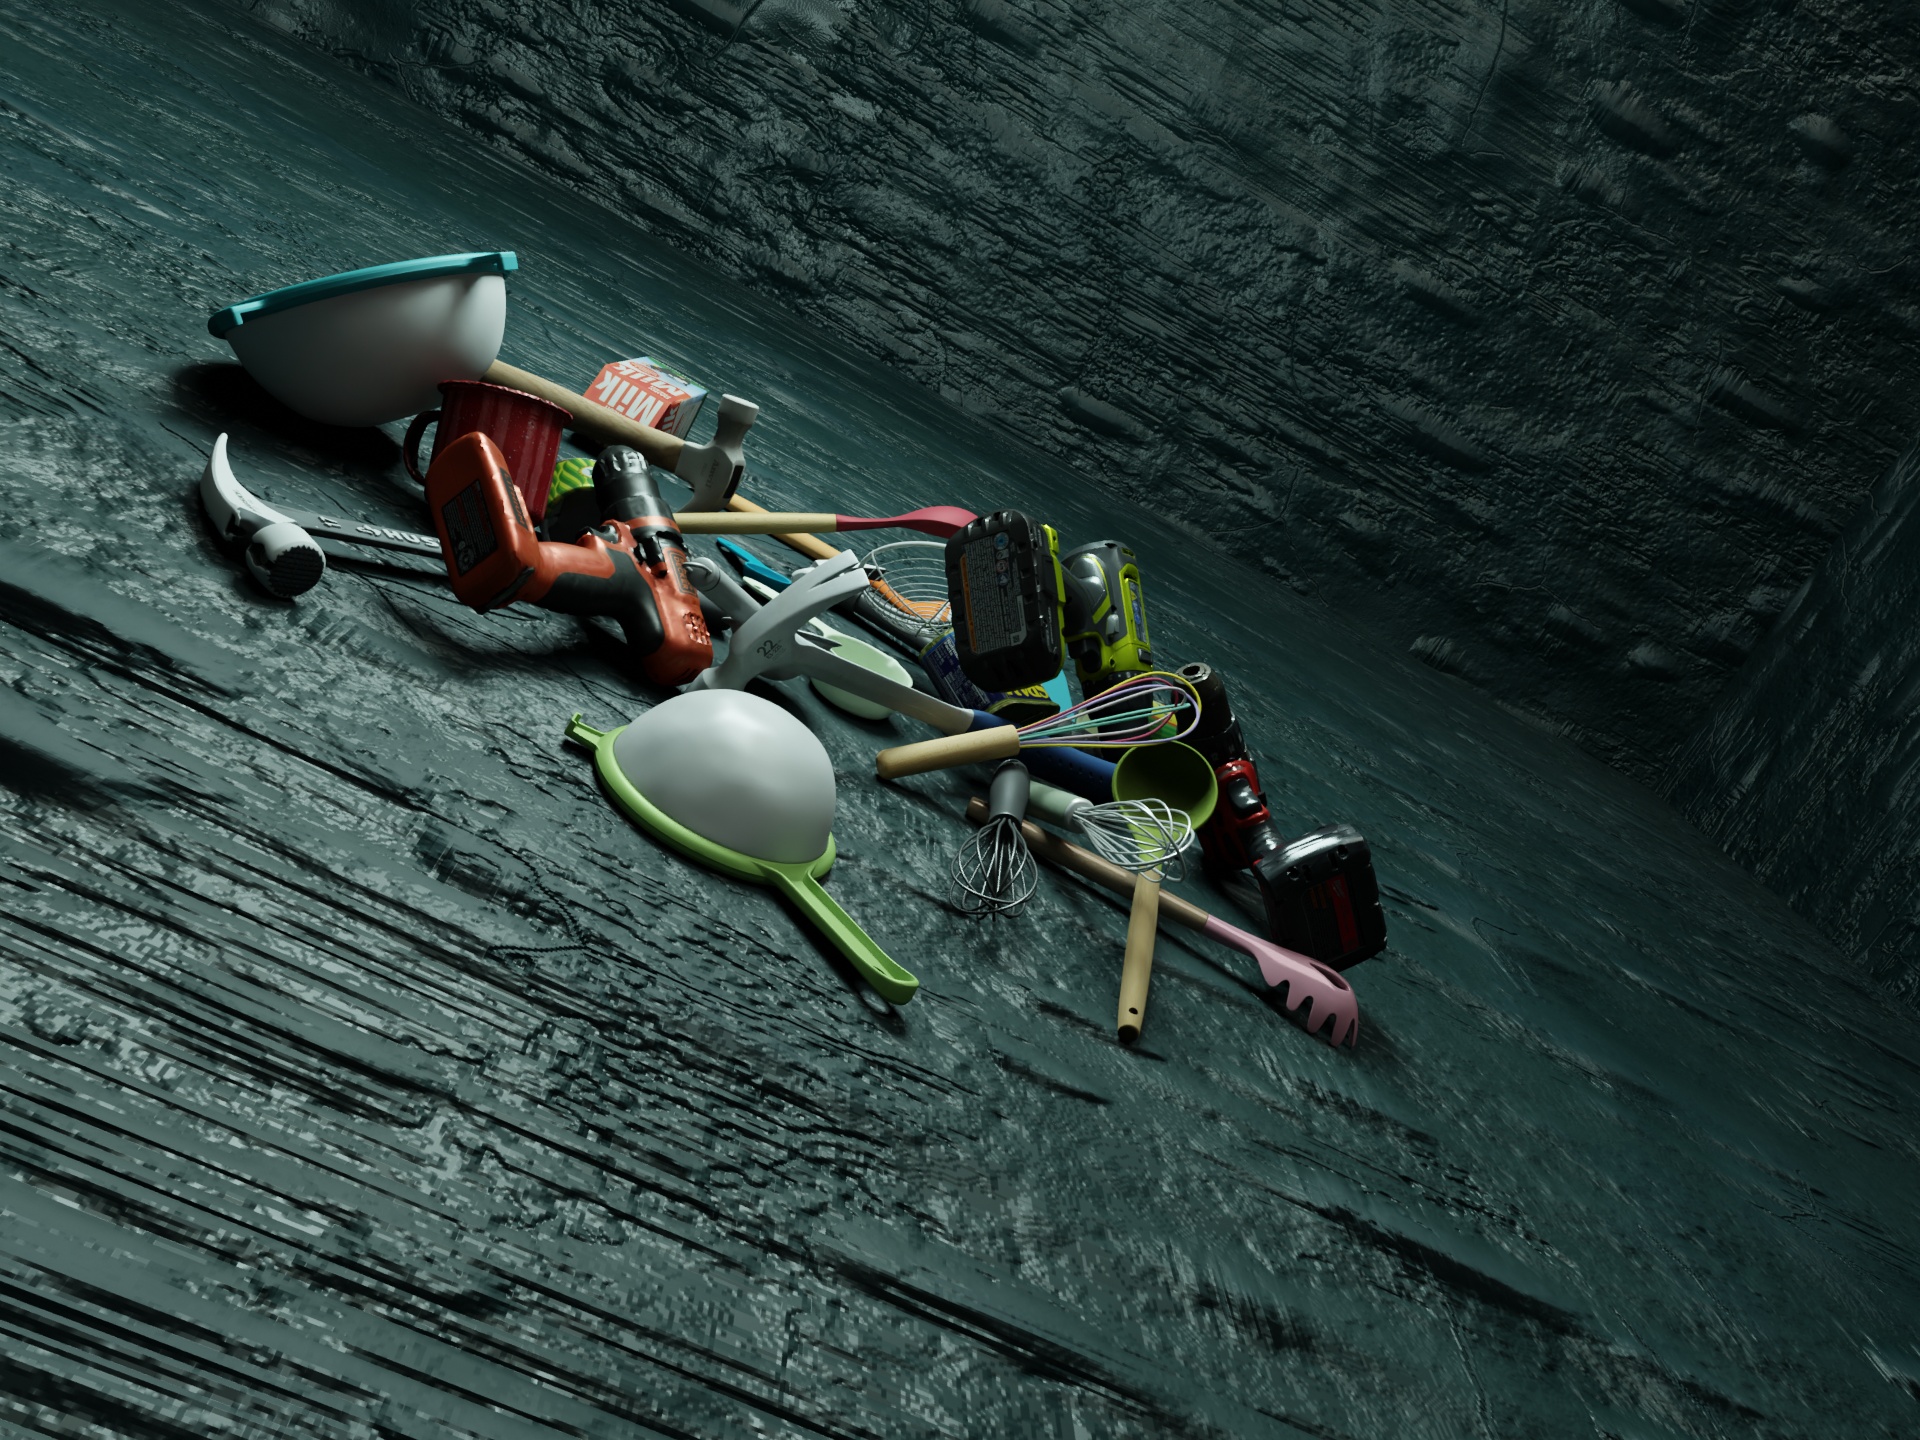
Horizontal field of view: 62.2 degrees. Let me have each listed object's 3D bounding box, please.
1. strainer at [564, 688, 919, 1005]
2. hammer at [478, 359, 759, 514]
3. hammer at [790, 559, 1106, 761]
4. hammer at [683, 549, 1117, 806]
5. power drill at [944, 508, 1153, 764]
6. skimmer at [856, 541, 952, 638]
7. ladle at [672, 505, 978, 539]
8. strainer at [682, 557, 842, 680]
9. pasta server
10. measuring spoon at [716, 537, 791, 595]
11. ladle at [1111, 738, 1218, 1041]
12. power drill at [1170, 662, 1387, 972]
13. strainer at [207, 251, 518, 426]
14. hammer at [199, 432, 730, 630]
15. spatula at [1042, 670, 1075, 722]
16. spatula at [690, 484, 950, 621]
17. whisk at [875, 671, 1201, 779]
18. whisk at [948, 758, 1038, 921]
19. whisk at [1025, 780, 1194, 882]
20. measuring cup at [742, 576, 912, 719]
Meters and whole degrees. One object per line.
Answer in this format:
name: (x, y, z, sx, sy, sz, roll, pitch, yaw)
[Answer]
strainer: (-0.094, 0.052, 0.872, 0.151, 0.069, 0.257, 11, 24, -50)
hammer: (-0.327, -0.258, 1.351, 0.331, 0.130, 0.031, 24, 14, 19)
hammer: (0.010, -0.043, 1.399, 0.335, 0.035, 0.146, 33, 17, 10)
hammer: (-0.002, -0.004, 1.138, 0.405, 0.144, 0.035, 23, 30, -47)
power drill: (0.085, -0.063, 1.263, 0.228, 0.080, 0.191, 15, 65, -57)
skimmer: (-0.002, -0.139, 1.430, 0.127, 0.090, 0.363, 2, 14, 9)
ladle: (-0.128, -0.160, 1.297, 0.315, 0.031, 0.069, -1, -2, -10)
strainer: (-0.139, -0.066, 1.052, 0.087, 0.050, 0.258, 11, -9, 12)
pasta server: (0.143, 0.137, 1.119, 0.316, 0.040, 0.060, 27, 16, 2)
measuring spoon: (-0.185, -0.130, 1.363, 0.042, 0.021, 0.129, 18, 11, -35)
ladle: (0.127, 0.105, 1.058, 0.078, 0.062, 0.320, 16, 27, 3)
power drill: (0.228, 0.073, 1.216, 0.227, 0.080, 0.187, -120, -171, -58)
strainer: (-0.435, -0.268, 1.192, 0.211, 0.095, 0.340, -18, 12, -19)
hammer: (-0.298, -0.105, 1.049, 0.149, 0.036, 0.408, 40, 18, 32)
spatula: (0.048, -0.079, 1.597, 0.082, 0.044, 0.318, 24, 13, -20)
spatula: (-0.111, -0.160, 1.524, 0.322, 0.041, 0.081, 29, 17, -2)
whisk: (0.058, 0.006, 1.131, 0.245, 0.047, 0.051, -11, 15, -15)
whisk: (0.026, 0.072, 1.045, 0.055, 0.055, 0.239, 29, 18, -4)
whisk: (0.086, 0.067, 1.081, 0.059, 0.058, 0.246, 62, -16, -16)
measuring cup: (-0.112, -0.055, 1.220, 0.168, 0.038, 0.083, 35, 17, 22)
